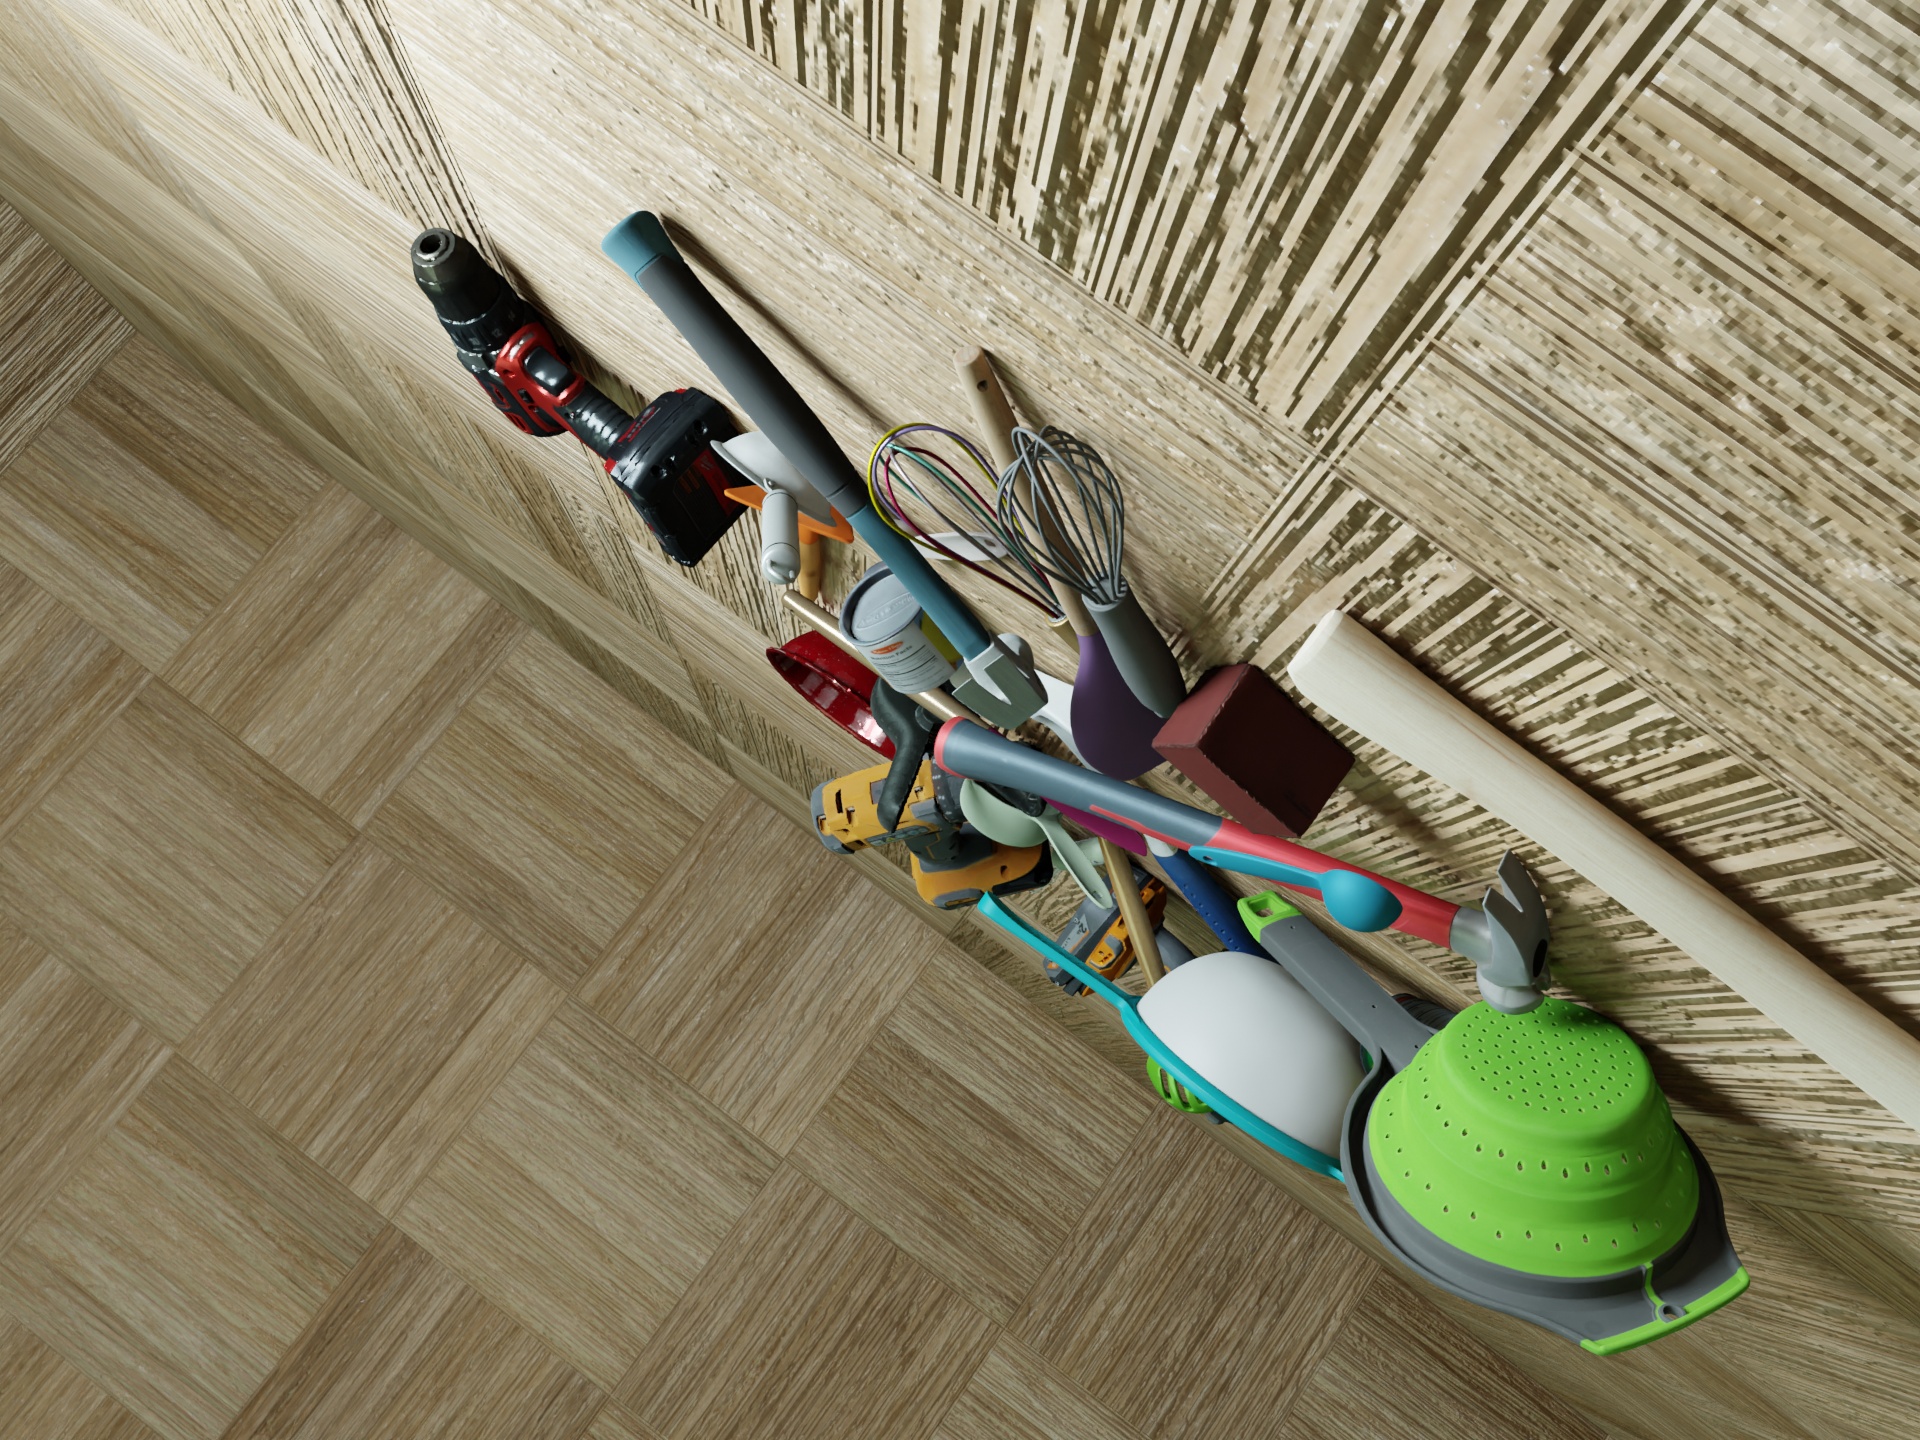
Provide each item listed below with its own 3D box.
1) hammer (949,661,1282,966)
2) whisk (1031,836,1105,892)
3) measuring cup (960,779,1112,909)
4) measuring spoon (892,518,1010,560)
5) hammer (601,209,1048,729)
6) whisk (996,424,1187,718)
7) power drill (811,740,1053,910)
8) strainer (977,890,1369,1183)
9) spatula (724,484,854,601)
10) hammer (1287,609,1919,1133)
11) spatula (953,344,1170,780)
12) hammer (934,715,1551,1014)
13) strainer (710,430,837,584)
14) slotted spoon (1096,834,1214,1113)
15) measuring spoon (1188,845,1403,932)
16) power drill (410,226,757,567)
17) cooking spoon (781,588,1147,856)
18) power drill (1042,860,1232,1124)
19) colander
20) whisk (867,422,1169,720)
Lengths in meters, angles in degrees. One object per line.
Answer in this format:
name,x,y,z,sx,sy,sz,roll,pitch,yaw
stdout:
hammer,0.143,0.087,1.132,0.144,0.035,0.405,25,163,48
whisk,0.091,0.121,1.415,0.057,0.059,0.246,2,171,-14
measuring cup,0.056,0.087,1.120,0.083,0.038,0.168,3,-145,-35
measuring spoon,-0.008,-0.103,0.903,0.124,0.018,0.034,9,146,54
hammer,-0.062,-0.122,0.823,0.330,0.033,0.128,49,-169,-19
whisk,0.071,-0.059,0.744,0.055,0.055,0.238,30,168,33
power drill,0.007,0.081,1.296,0.185,0.084,0.226,-16,155,18
strainer,0.176,0.198,1.162,0.340,0.095,0.211,34,-174,6
spatula,-0.107,-0.112,1.078,0.081,0.041,0.322,21,171,-2
hammer,0.309,0.086,0.633,0.410,0.038,0.146,37,167,3
spatula,0.054,-0.061,0.781,0.018,0.060,0.315,62,-179,42
hammer,0.139,0.059,0.906,0.386,0.038,0.143,20,160,33
strainer,-0.095,-0.118,0.857,0.086,0.050,0.259,32,-164,-18
slotted spoon,0.149,0.193,1.257,0.070,0.031,0.313,-5,116,32
measuring spoon,0.170,0.089,0.835,0.129,0.021,0.042,11,153,43
power drill,-0.249,-0.214,1.032,0.227,0.080,0.187,36,169,21
cooking spoon,-0.002,-0.003,1.078,0.319,0.017,0.068,35,166,20
power drill,0.184,0.241,1.339,0.226,0.084,0.164,39,135,12
colander,0.284,0.183,0.941,0.398,0.204,0.094,-132,33,-53
whisk,0.036,-0.067,0.822,0.051,0.047,0.244,-1,147,47
